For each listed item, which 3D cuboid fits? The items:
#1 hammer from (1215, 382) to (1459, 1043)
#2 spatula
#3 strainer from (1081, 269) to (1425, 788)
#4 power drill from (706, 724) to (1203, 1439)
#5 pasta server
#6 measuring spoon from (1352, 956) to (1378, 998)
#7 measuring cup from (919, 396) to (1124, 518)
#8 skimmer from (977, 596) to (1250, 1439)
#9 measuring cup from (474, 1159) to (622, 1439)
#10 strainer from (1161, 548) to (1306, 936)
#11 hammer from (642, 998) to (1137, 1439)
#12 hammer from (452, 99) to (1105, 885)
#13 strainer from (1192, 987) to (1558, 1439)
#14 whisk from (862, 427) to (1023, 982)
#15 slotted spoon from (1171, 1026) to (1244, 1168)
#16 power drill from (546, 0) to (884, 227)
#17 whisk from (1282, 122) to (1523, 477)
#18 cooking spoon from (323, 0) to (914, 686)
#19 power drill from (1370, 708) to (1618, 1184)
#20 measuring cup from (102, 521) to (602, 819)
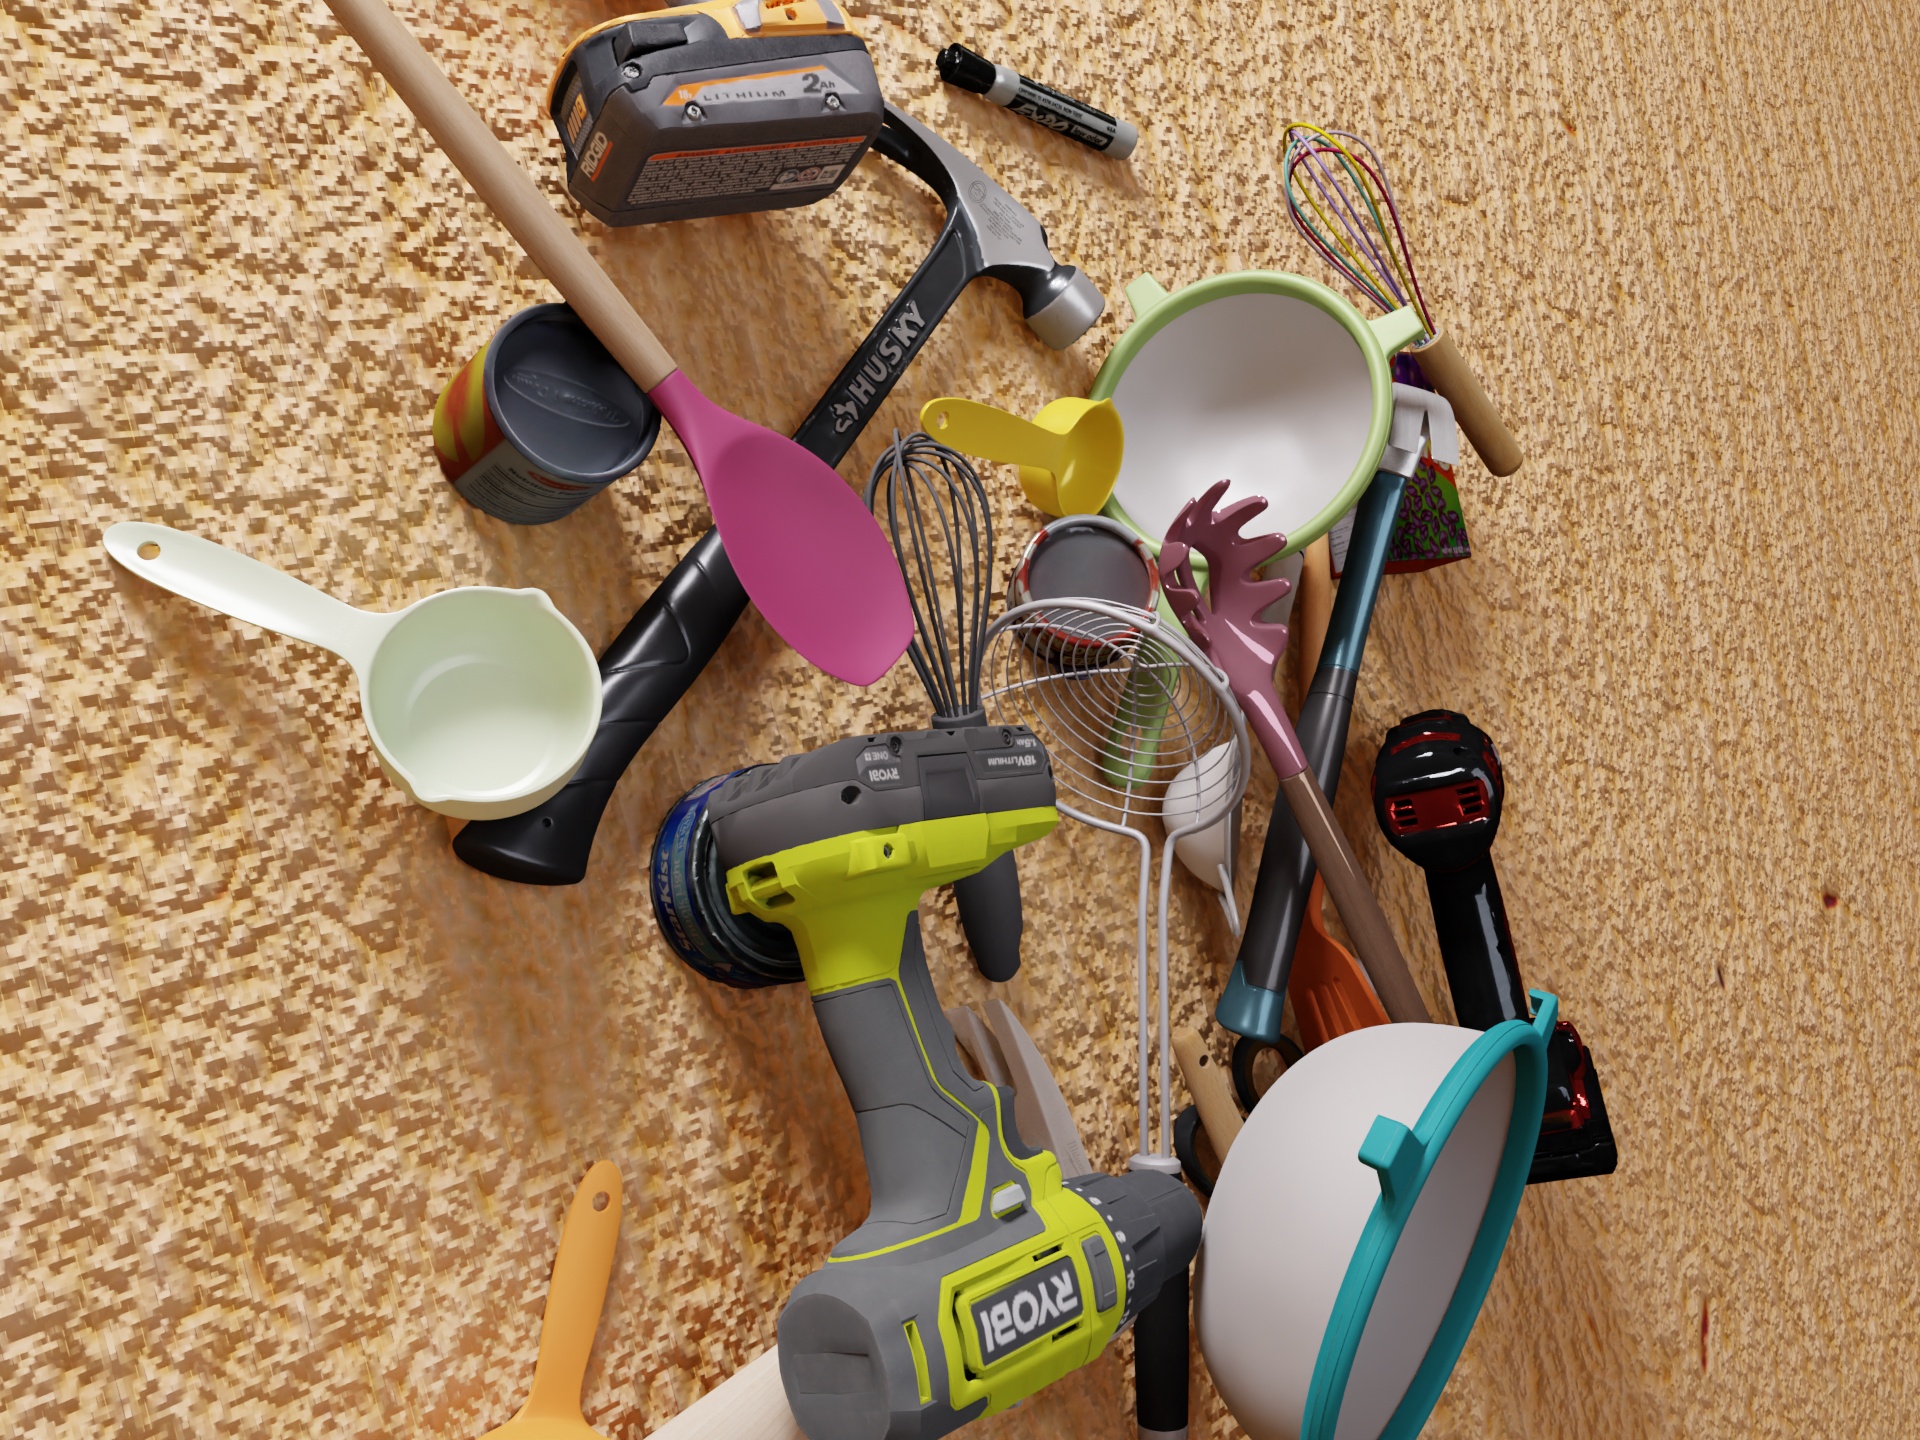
[{"bbox_3d":[0.178,-0.009,0.766,0.033,0.128,0.331,16,80,0],"label":"hammer"},{"bbox_3d":[0.191,0.034,0.817,0.041,0.081,0.323,12,67,-16],"label":"spatula"},{"bbox_3d":[0.124,-0.086,0.773,0.069,0.151,0.256,22,84,-62],"label":"strainer"},{"bbox_3d":[0.005,0.122,0.575,0.190,0.080,0.228,-4,77,-48],"label":"power drill"},{"bbox_3d":[0.162,0.045,0.697,0.060,0.040,0.316,-33,101,-32],"label":"pasta server"},{"bbox_3d":[0.217,0.181,0.819,0.034,0.018,0.124,-16,90,-39],"label":"measuring spoon"},{"bbox_3d":[0.022,-0.124,0.705,0.156,0.029,0.062,2,106,-54],"label":"measuring cup"},{"bbox_3d":[0.065,0.132,0.670,0.090,0.127,0.363,1,87,-54],"label":"skimmer"},{"bbox_3d":[-0.125,0.235,0.523,0.095,0.052,0.174,20,70,-33],"label":"measuring cup"},{"bbox_3d":[0.141,-0.007,0.792,0.086,0.050,0.259,77,28,-51],"label":"strainer"},{"bbox_3d":[-0.078,0.226,0.514,0.410,0.038,0.146,-20,88,-51],"label":"hammer"},{"bbox_3d":[-0.074,-0.100,0.653,0.149,0.036,0.409,43,57,-20],"label":"hammer"},{"bbox_3d":[0.145,0.267,0.673,0.211,0.095,0.340,-12,117,-53],"label":"strainer"},{"bbox_3d":[-0.002,-0.002,0.657,0.055,0.055,0.239,-21,108,-39],"label":"whisk"},{"bbox_3d":[0.165,0.280,0.741,0.070,0.031,0.313,-31,101,-31],"label":"slotted spoon"},{"bbox_3d":[-0.145,-0.312,0.617,0.185,0.084,0.226,-18,84,-31],"label":"power drill"},{"bbox_3d":[0.245,-0.224,0.868,0.244,0.047,0.051,47,52,-26],"label":"whisk"},{"bbox_3d":[-0.122,-0.140,0.560,0.318,0.017,0.069,51,53,-16],"label":"cooking spoon"},{"bbox_3d":[0.263,0.102,0.814,0.188,0.080,0.226,-28,103,-71],"label":"power drill"},{"bbox_3d":[-0.202,-0.021,0.531,0.167,0.038,0.083,24,64,-5],"label":"measuring cup"}]
